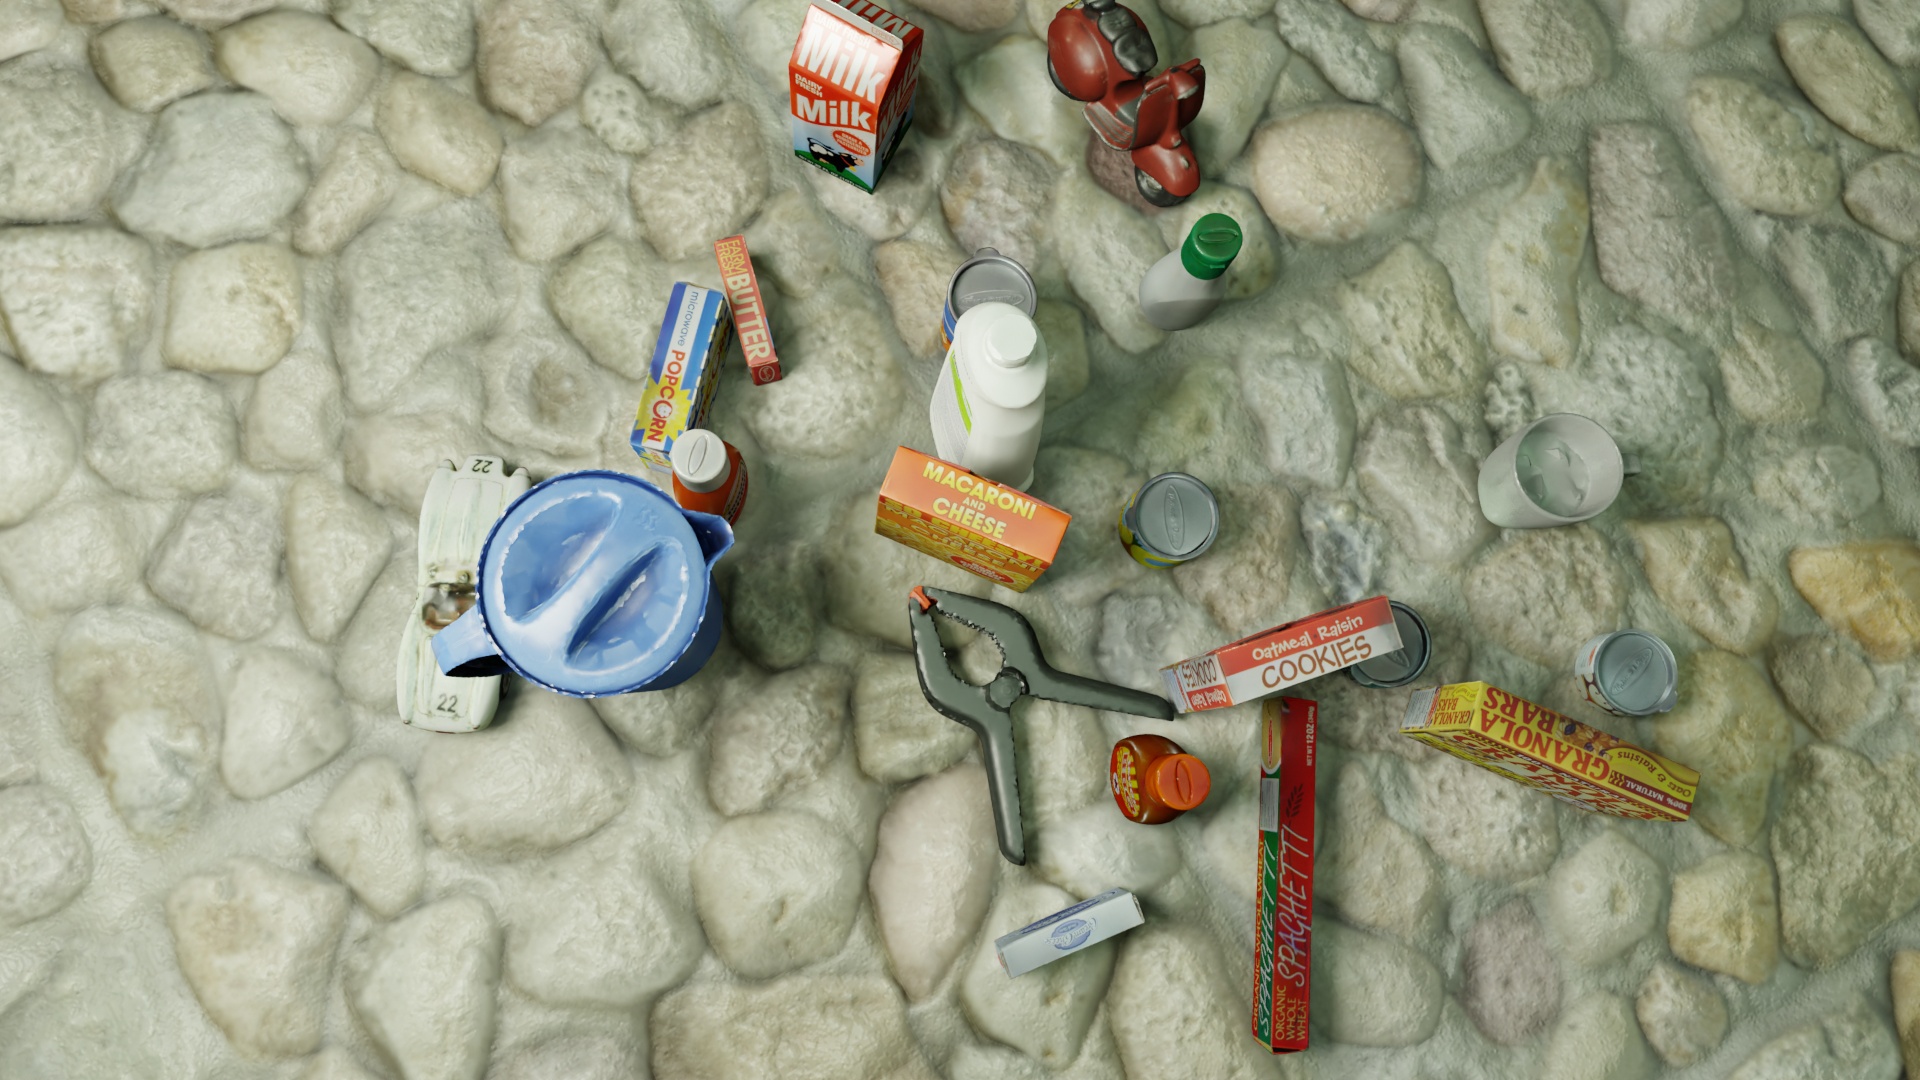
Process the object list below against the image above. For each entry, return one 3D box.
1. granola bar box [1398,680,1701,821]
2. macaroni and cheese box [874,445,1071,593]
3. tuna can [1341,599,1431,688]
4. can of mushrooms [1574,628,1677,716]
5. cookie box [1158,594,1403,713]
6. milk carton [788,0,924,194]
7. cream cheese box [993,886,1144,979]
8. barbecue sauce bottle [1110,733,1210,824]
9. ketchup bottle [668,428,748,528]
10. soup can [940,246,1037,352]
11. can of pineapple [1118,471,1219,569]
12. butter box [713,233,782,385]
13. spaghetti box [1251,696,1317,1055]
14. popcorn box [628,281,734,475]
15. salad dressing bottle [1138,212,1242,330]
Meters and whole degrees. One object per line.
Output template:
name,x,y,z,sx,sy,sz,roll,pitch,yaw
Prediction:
granola bar box,0.420,0.153,1.004,0.165,0.124,0.039,23,80,-1
macaroni and cheese box,0.003,-0.012,0.976,0.124,0.166,0.040,22,80,-1
tuna can,0.318,0.081,1.054,0.071,0.032,0.071,1,81,-5
can of mushrooms,0.512,0.104,1.067,0.071,0.033,0.071,1,81,-5
cookie box,0.219,0.082,0.977,0.123,0.167,0.040,-18,83,-7
milk carton,-0.076,-0.333,1.010,0.072,0.190,0.073,27,80,0
cream cheese box,0.076,0.279,0.990,0.104,0.053,0.024,-21,83,-8
barbecue sauce bottle,0.139,0.166,0.966,0.044,0.148,0.065,-7,82,-6
ketchup bottle,-0.177,-0.044,0.975,0.043,0.148,0.065,17,80,-2
soup can,0.020,-0.172,1.046,0.071,0.083,0.071,1,81,-5
can of pineapple,0.154,-0.014,1.044,0.071,0.057,0.071,1,81,-5
butter box,-0.160,-0.173,1.046,0.024,0.053,0.103,-16,82,-7
spaghetti box,0.236,0.240,1.012,0.029,0.050,0.250,5,80,-4
popcorn box,-0.202,-0.116,1.017,0.038,0.085,0.127,14,80,-2
salad dressing bottle,0.173,-0.198,1.031,0.064,0.147,0.044,-4,81,-5
